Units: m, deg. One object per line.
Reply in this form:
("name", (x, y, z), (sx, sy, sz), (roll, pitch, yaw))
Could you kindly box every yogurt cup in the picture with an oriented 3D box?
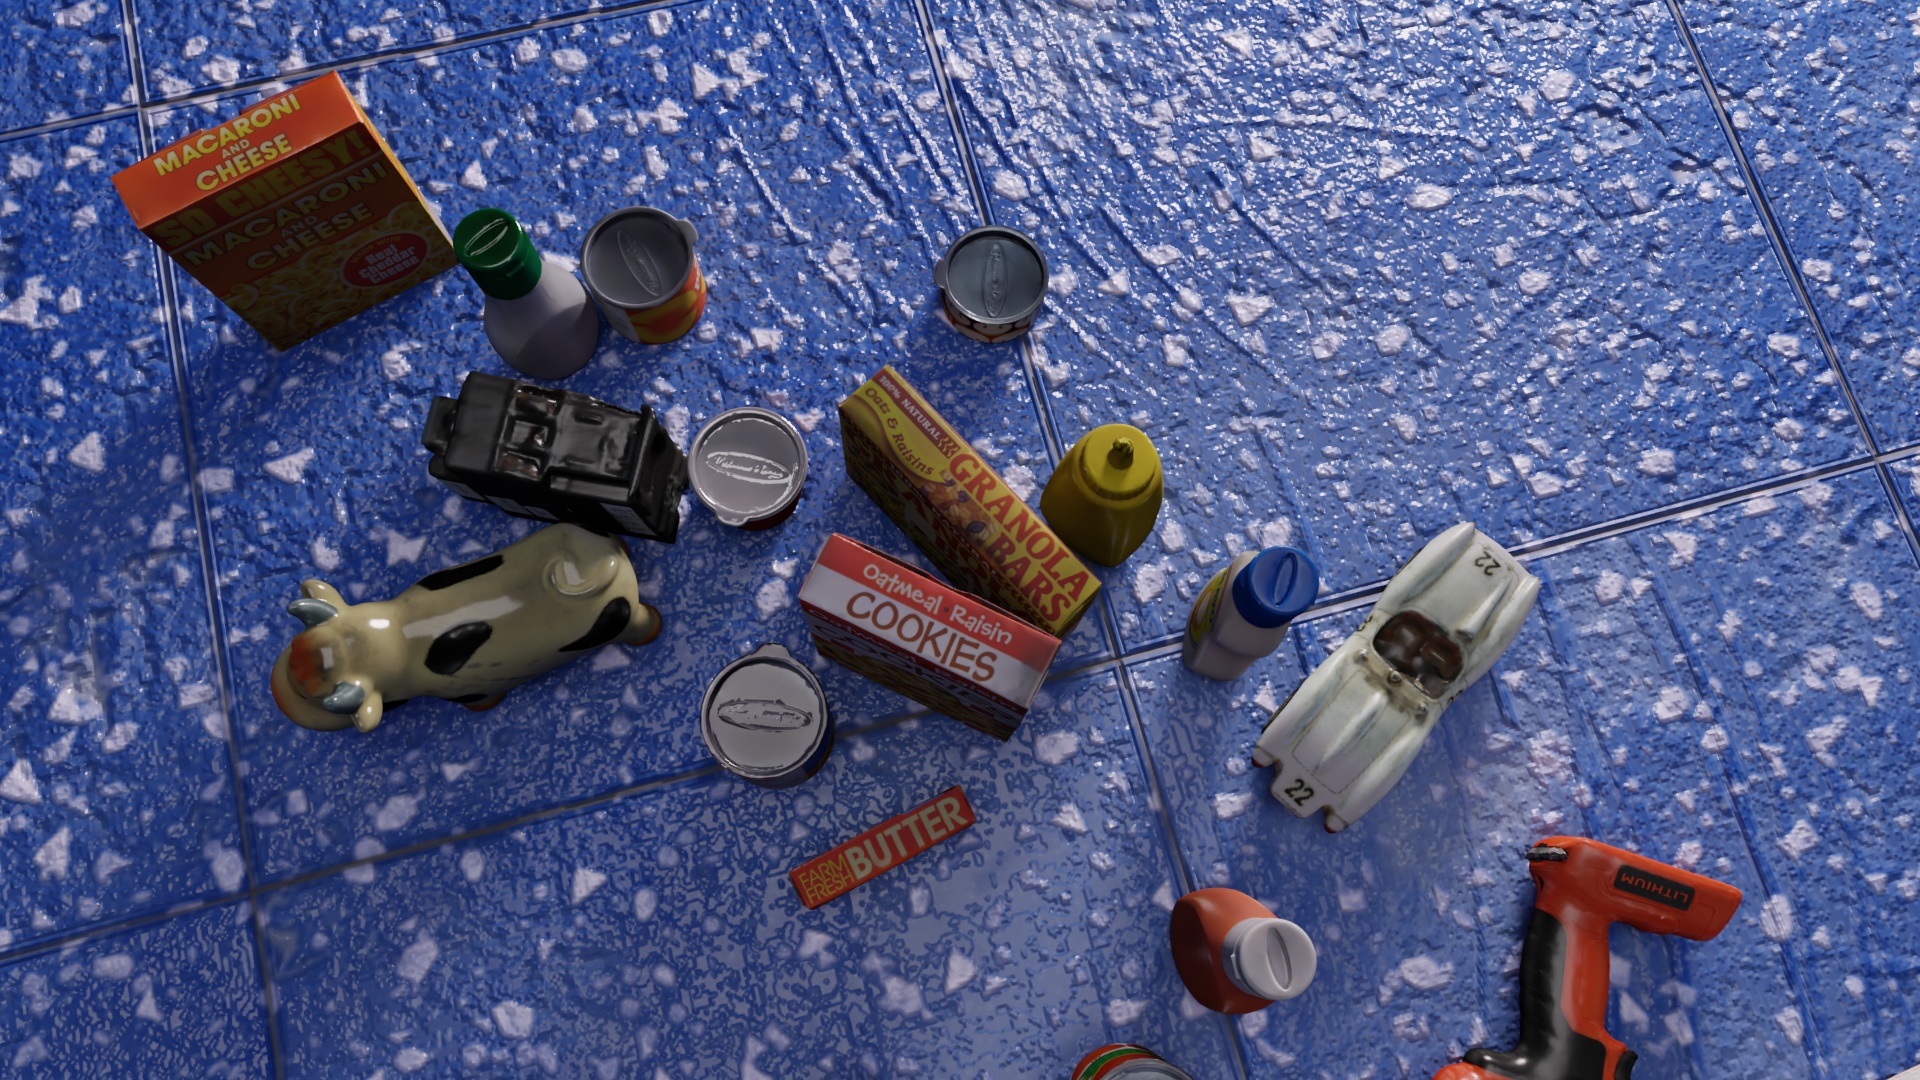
("yogurt cup", (-0.122, -0.038, 0.811), (0.072, 0.054, 0.072), (1, 76, -2))

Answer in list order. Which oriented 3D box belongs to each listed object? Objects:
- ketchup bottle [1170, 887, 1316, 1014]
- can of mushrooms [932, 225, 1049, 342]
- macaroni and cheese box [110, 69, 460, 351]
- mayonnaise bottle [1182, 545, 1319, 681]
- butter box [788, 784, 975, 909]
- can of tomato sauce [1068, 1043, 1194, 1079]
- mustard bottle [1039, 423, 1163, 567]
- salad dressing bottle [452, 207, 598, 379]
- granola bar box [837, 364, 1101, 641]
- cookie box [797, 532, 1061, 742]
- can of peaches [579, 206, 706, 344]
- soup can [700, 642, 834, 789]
("ketchup bottle", (0.142, 0.211, 0.708), (0.043, 0.148, 0.065), (-11, 77, -5))
("can of mushrooms", (0.018, -0.158, 0.859), (0.071, 0.033, 0.071), (1, 75, -2))
("macaroni and cheese box", (-0.369, -0.179, 0.779), (0.124, 0.166, 0.040), (-30, 79, -9))
("mayonnaise bottle", (0.157, 0.036, 0.755), (0.041, 0.147, 0.065), (19, 76, 2))
("butter box", (-0.042, 0.168, 0.761), (0.104, 0.053, 0.024), (-26, 78, -9))
("can of tomato sauce", (0.088, 0.298, 0.717), (0.071, 0.083, 0.071), (1, 76, -2))
("mustard bottle", (0.082, -0.030, 0.763), (0.065, 0.160, 0.049), (40, 78, 7))
("salad dressing bottle", (-0.245, -0.138, 0.783), (0.064, 0.147, 0.044), (-42, 81, -11))
("granola bar box", (0.003, -0.010, 0.773), (0.039, 0.124, 0.165), (-42, 81, -11))
("cookie box", (-0.017, 0.056, 0.732), (0.123, 0.167, 0.040), (25, 76, 4))
("can of peaches", (-0.188, -0.159, 0.838), (0.071, 0.058, 0.071), (1, 76, -2))
("soup can", (-0.103, 0.098, 0.761), (0.071, 0.083, 0.071), (1, 76, -2))
